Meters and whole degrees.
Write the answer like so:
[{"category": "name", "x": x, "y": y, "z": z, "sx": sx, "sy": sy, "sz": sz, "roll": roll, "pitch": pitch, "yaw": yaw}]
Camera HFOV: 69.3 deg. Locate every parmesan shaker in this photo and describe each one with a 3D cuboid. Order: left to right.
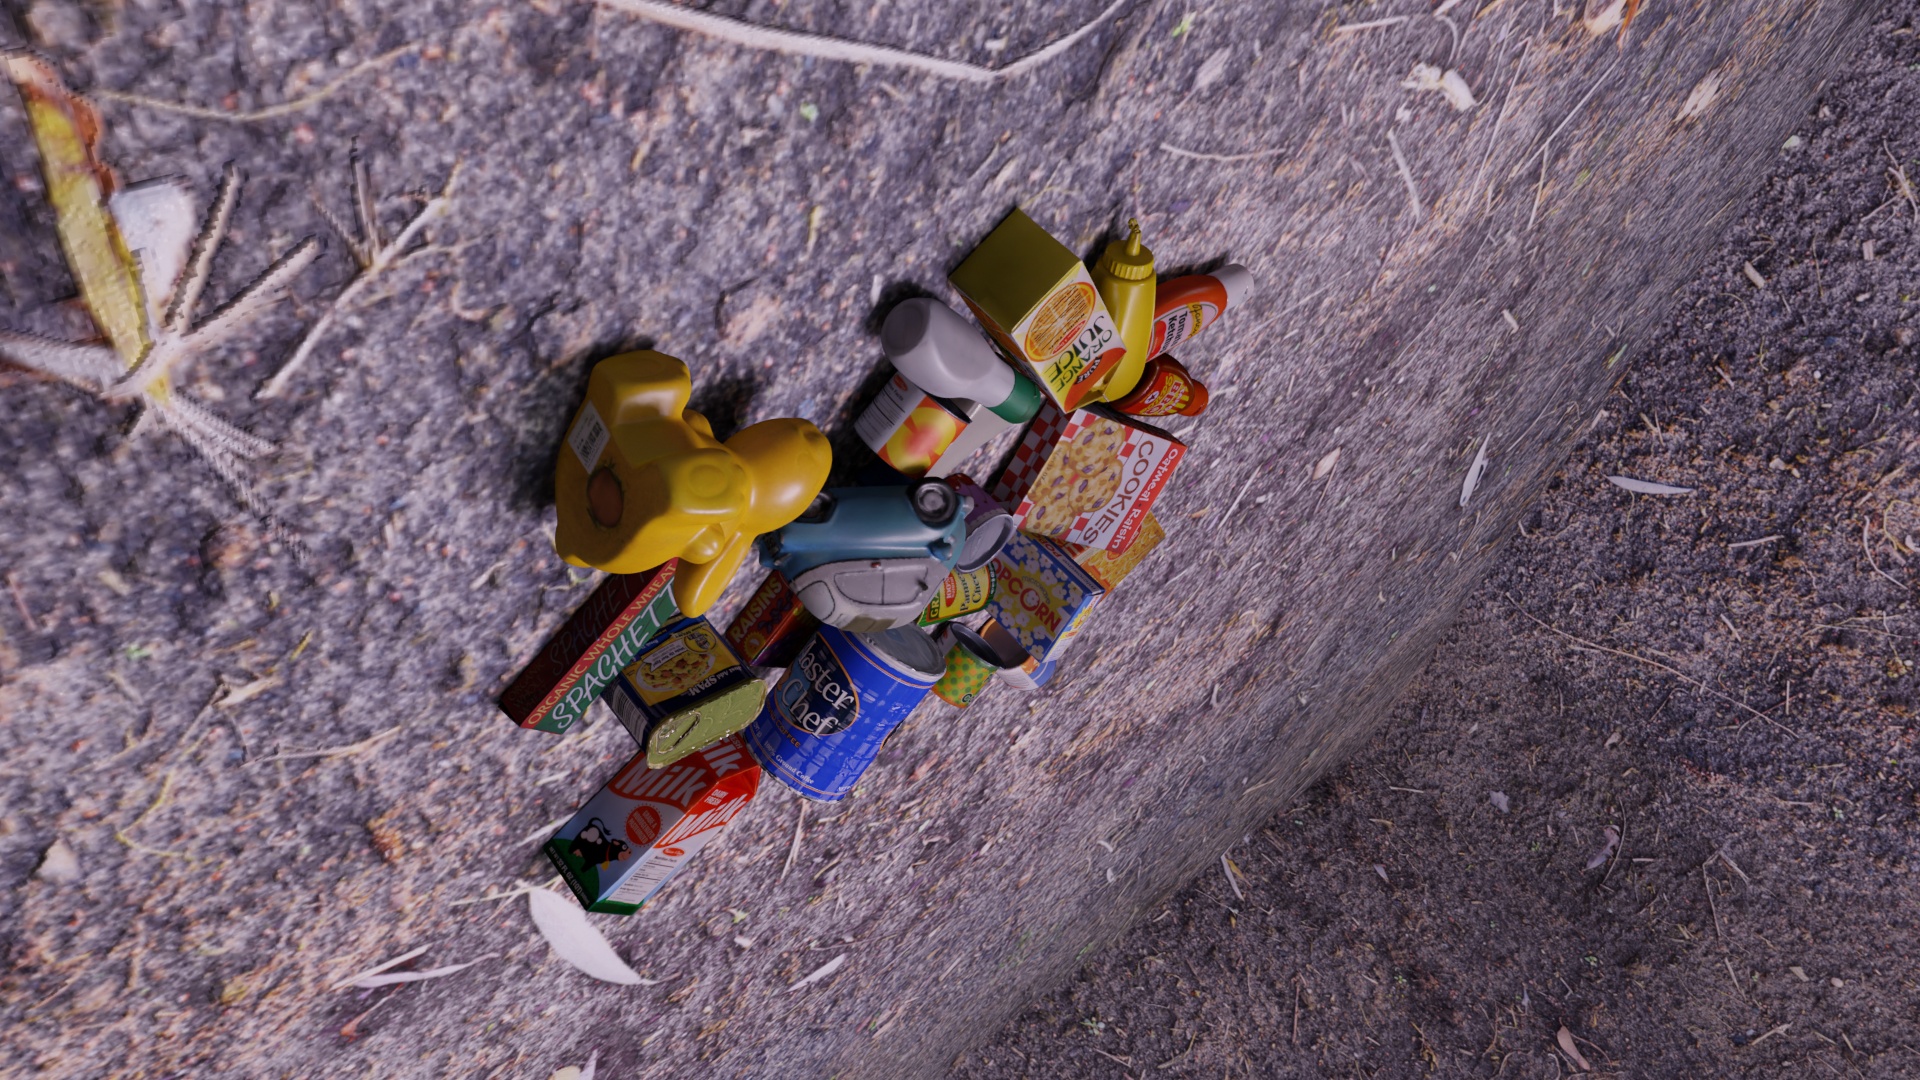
[{"category": "parmesan shaker", "x": -0.024, "y": 0.037, "z": 1.222, "sx": 0.103, "sy": 0.071, "sz": 0.071, "roll": -12, "pitch": 139, "yaw": -50}]

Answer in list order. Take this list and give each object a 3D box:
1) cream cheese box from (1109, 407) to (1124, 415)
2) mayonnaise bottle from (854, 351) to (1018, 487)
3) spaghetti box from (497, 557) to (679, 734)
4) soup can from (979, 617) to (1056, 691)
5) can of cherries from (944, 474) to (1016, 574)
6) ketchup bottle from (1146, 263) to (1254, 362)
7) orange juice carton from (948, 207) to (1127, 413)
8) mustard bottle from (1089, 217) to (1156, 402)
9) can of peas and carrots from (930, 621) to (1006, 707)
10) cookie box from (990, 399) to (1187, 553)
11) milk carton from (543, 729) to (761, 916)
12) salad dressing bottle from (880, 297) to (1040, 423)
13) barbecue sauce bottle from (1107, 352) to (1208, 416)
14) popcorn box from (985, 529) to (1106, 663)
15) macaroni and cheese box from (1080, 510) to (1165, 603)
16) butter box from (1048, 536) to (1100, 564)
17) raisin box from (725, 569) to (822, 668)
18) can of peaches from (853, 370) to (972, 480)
[{"category": "cream cheese box", "x": 0.121, "y": -0.075, "z": 1.316, "sx": 0.104, "sy": 0.024, "sz": 0.053, "roll": -44, "pitch": 153, "yaw": -2}, {"category": "mayonnaise bottle", "x": -0.015, "y": -0.082, "z": 1.085, "sx": 0.148, "sy": 0.041, "sz": 0.064, "roll": -38, "pitch": 149, "yaw": -11}, {"category": "spaghetti box", "x": -0.220, "y": 0.037, "z": 0.968, "sx": 0.250, "sy": 0.029, "sz": 0.050, "roll": -47, "pitch": 154, "yaw": 4}, {"category": "soup can", "x": 0.061, "y": 0.115, "z": 1.463, "sx": 0.071, "sy": 0.071, "sz": 0.083, "roll": -44, "pitch": 154, "yaw": -2}, {"category": "can of cherries", "x": 0.004, "y": -0.015, "z": 1.192, "sx": 0.072, "sy": 0.058, "sz": 0.071, "roll": -35, "pitch": 152, "yaw": -22}, {"category": "ketchup bottle", "x": 0.195, "y": -0.203, "z": 1.214, "sx": 0.149, "sy": 0.043, "sz": 0.064, "roll": -29, "pitch": 148, "yaw": -31}, {"category": "orange juice carton", "x": 0.068, "y": -0.162, "z": 1.052, "sx": 0.073, "sy": 0.072, "sz": 0.192, "roll": -45, "pitch": 154, "yaw": 1}, {"category": "mustard bottle", "x": 0.127, "y": -0.188, "z": 1.113, "sx": 0.049, "sy": 0.065, "sz": 0.159, "roll": -23, "pitch": 143, "yaw": -31}, {"category": "can of peas and carrots", "x": 0.000, "y": 0.125, "z": 1.380, "sx": 0.058, "sy": 0.071, "sz": 0.071, "roll": -50, "pitch": 154, "yaw": 13}, {"category": "cookie box", "x": 0.117, "y": -0.059, "z": 1.266, "sx": 0.167, "sy": 0.040, "sz": 0.122, "roll": 13, "pitch": 114, "yaw": -45}, {"category": "milk carton", "x": -0.243, "y": 0.219, "z": 1.155, "sx": 0.190, "sy": 0.072, "sz": 0.073, "roll": -44, "pitch": 155, "yaw": 0}, {"category": "salad dressing bottle", "x": 0.004, "y": -0.125, "z": 1.002, "sx": 0.044, "sy": 0.064, "sz": 0.147, "roll": -18, "pitch": 153, "yaw": 32}, {"category": "barbecue sauce bottle", "x": 0.187, "y": -0.142, "z": 1.292, "sx": 0.064, "sy": 0.044, "sz": 0.149, "roll": -45, "pitch": 156, "yaw": 22}, {"category": "popcorn box", "x": 0.061, "y": 0.039, "z": 1.278, "sx": 0.038, "sy": 0.127, "sz": 0.085, "roll": -11, "pitch": 139, "yaw": -54}, {"category": "macaroni and cheese box", "x": 0.136, "y": 0.025, "z": 1.469, "sx": 0.166, "sy": 0.040, "sz": 0.123, "roll": -46, "pitch": 155, "yaw": 0}, {"category": "butter box", "x": 0.116, "y": -0.008, "z": 1.374, "sx": 0.104, "sy": 0.053, "sz": 0.024, "roll": -34, "pitch": 155, "yaw": -21}, {"category": "raisin box", "x": -0.120, "y": 0.047, "z": 1.121, "sx": 0.123, "sy": 0.040, "sz": 0.086, "roll": -51, "pitch": 155, "yaw": 13}, {"category": "can of peaches", "x": -0.034, "y": -0.085, "z": 1.018, "sx": 0.058, "sy": 0.071, "sz": 0.071, "roll": -49, "pitch": 154, "yaw": 10}]
